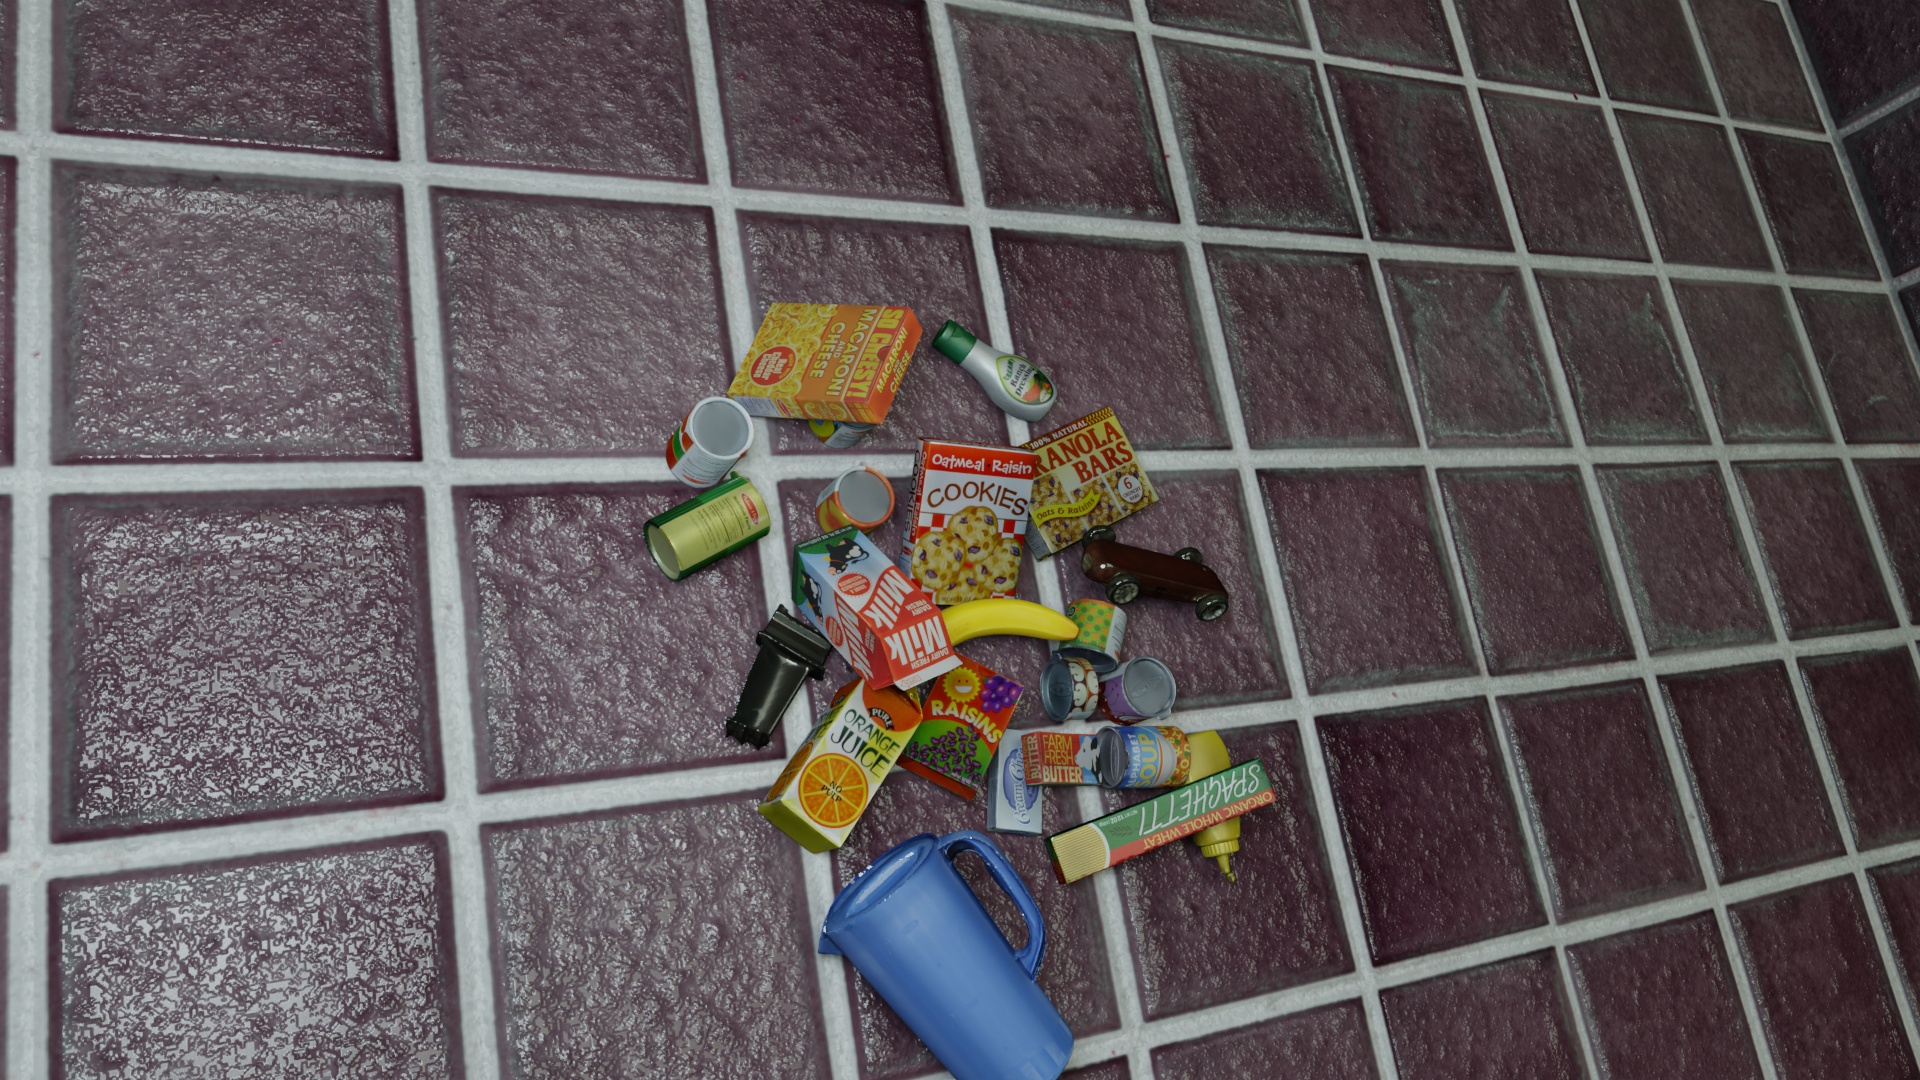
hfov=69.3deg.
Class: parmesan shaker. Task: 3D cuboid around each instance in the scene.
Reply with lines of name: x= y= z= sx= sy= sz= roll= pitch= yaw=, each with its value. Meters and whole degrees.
parmesan shaker: x=-0.245 y=-0.014 z=1.332 sx=0.103 sy=0.071 sz=0.071 roll=-30 pitch=87 yaw=-31

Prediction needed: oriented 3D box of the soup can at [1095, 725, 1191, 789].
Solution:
soup can: x=0.192 y=0.228 z=1.462 sx=0.084 sy=0.071 sz=0.071 roll=3 pitch=71 yaw=-26

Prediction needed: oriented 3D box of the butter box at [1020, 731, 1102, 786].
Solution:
butter box: x=0.105 y=0.225 z=1.425 sx=0.103 sy=0.024 sz=0.053 roll=12 pitch=68 yaw=-46

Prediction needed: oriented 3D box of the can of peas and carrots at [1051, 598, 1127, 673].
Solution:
can of peas and carrots: x=0.138 y=0.102 z=1.485 sx=0.071 sy=0.070 sz=0.059 roll=24 pitch=63 yaw=-17

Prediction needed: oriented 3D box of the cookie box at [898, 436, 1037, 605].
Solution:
cookie box: x=0.005 y=-0.018 z=1.433 sx=0.123 sy=0.040 sz=0.167 roll=4 pitch=99 yaw=-25

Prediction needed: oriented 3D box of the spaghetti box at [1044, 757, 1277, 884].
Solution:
spaghetti box: x=0.210 y=0.288 z=1.437 sx=0.251 sy=0.028 sz=0.050 roll=-18 pitch=81 yaw=-15

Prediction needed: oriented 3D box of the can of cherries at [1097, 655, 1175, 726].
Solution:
can of cherries: x=0.188 y=0.165 z=1.491 sx=0.071 sy=0.058 sz=0.072 roll=10 pitch=68 yaw=-25

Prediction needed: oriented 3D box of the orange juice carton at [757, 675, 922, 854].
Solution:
orange juice carton: x=-0.103 y=0.196 z=1.324 sx=0.073 sy=0.071 sz=0.193 roll=40 pitch=60 yaw=-10

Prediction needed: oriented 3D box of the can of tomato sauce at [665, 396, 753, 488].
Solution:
can of tomato sauce: x=-0.244 y=-0.097 z=1.351 sx=0.071 sy=0.082 sz=0.071 roll=9 pitch=69 yaw=-24

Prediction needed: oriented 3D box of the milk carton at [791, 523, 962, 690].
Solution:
milk carton: x=-0.082 y=0.073 z=1.323 sx=0.072 sy=0.073 sz=0.191 roll=-22 pitch=47 yaw=-32

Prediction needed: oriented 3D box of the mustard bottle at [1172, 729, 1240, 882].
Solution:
mustard bottle: x=0.267 y=0.287 z=1.492 sx=0.065 sy=0.048 sz=0.160 roll=-7 pitch=76 yaw=-22

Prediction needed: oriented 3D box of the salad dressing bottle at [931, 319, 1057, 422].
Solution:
salad dressing bottle: x=0.037 y=-0.190 z=1.550 sx=0.147 sy=0.044 sz=0.064 roll=33 pitch=62 yaw=-12

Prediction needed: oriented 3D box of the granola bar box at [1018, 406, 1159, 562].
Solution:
granola bar box: x=0.126 y=-0.065 z=1.552 sx=0.166 sy=0.039 sz=0.124 roll=-25 pitch=86 yaw=-31

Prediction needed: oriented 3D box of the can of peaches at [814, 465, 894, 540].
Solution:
can of peaches: x=-0.106 y=-0.035 z=1.414 sx=0.071 sy=0.058 sz=0.071 roll=9 pitch=68 yaw=-24

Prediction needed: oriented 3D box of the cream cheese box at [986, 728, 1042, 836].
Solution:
cream cheese box: x=0.056 y=0.246 z=1.415 sx=0.053 sy=0.024 sz=0.104 roll=10 pitch=68 yaw=-22

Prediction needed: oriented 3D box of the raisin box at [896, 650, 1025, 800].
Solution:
raisin box: x=0.000 y=0.184 z=1.387 sx=0.086 sy=0.040 sz=0.124 roll=25 pitch=61 yaw=5

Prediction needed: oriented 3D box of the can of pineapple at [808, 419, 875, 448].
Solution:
can of pineapple: x=-0.119 y=-0.137 z=1.443 sx=0.071 sy=0.057 sz=0.071 roll=9 pitch=68 yaw=-24

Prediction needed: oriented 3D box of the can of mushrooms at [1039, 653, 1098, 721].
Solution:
can of mushrooms: x=0.114 y=0.153 z=1.451 sx=0.033 sy=0.070 sz=0.071 roll=1 pitch=72 yaw=-27

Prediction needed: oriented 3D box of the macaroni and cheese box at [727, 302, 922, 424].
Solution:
macaroni and cheese box: x=-0.137 y=-0.180 z=1.398 sx=0.040 sy=0.166 sz=0.124 roll=58 pitch=45 yaw=-50
